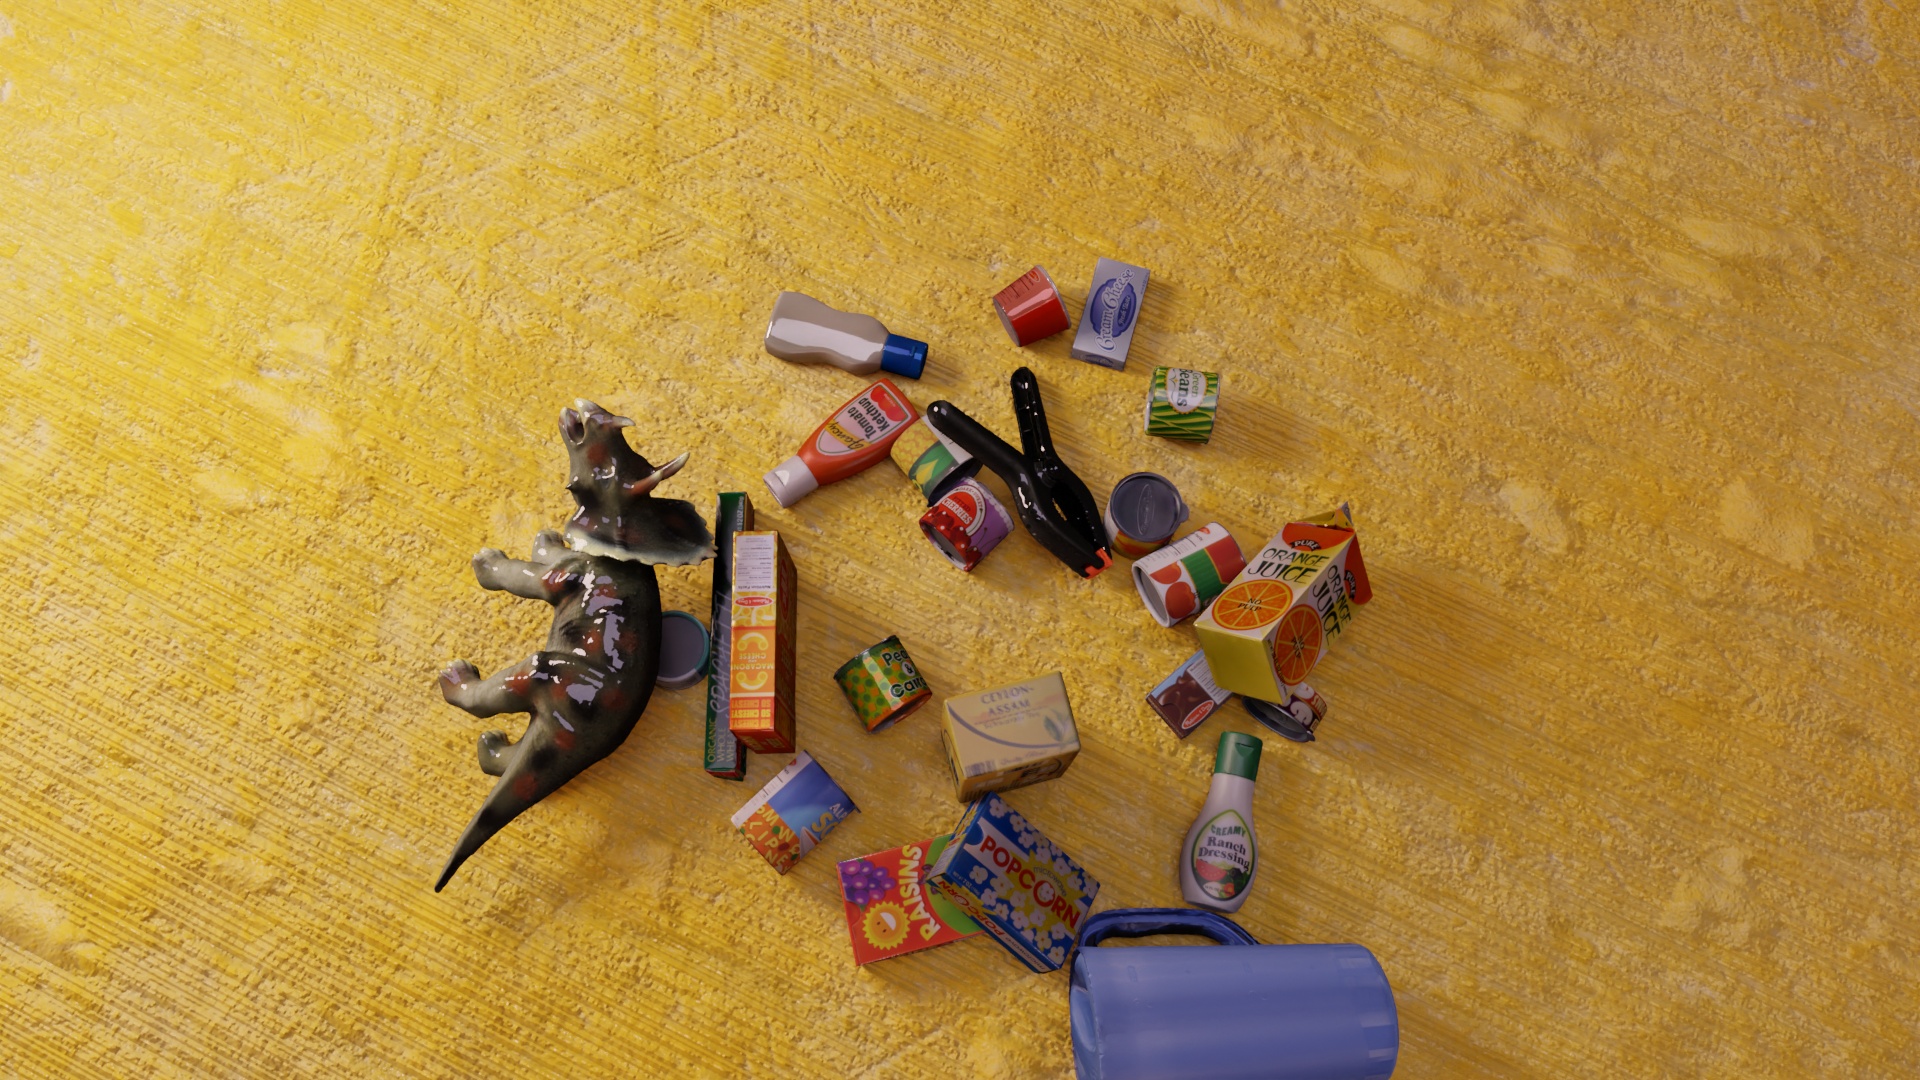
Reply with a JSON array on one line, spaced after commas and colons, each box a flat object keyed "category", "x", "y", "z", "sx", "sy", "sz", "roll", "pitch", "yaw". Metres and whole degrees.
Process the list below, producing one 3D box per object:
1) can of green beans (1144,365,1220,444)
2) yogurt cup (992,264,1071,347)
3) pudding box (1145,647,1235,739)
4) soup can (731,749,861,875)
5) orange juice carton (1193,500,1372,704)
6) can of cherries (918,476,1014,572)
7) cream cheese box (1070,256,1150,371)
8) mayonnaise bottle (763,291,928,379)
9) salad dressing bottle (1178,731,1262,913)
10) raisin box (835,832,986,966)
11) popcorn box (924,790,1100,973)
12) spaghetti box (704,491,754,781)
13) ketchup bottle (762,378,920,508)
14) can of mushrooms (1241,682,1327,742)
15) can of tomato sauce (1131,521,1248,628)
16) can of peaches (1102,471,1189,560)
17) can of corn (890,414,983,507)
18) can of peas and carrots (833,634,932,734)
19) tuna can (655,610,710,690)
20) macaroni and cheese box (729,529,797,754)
[{"category": "can of green beans", "x": 0.203, "y": -0.125, "z": 1.279, "sx": 0.058, "sy": 0.071, "sz": 0.071, "roll": 8, "pitch": 72, "yaw": 1}, {"category": "yogurt cup", "x": 0.066, "y": -0.218, "z": 1.308, "sx": 0.054, "sy": 0.072, "sz": 0.072, "roll": -29, "pitch": 75, "yaw": -2}, {"category": "pudding box", "x": 0.208, "y": 0.129, "z": 1.216, "sx": 0.084, "sy": 0.030, "sz": 0.050, "roll": -39, "pitch": 78, "yaw": -13}, {"category": "soup can", "x": -0.137, "y": 0.228, "z": 1.155, "sx": 0.084, "sy": 0.071, "sz": 0.071, "roll": -42, "pitch": 78, "yaw": -13}, {"category": "orange juice carton", "x": 0.290, "y": 0.048, "z": 1.195, "sx": 0.073, "sy": 0.071, "sz": 0.193, "roll": 11, "pitch": 43, "yaw": 47}, {"category": "can of cherries", "x": 0.004, "y": -0.015, "z": 1.235, "sx": 0.058, "sy": 0.071, "sz": 0.071, "roll": -43, "pitch": 78, "yaw": -13}, {"category": "cream cheese box", "x": 0.144, "y": -0.217, "z": 1.329, "sx": 0.053, "sy": 0.024, "sz": 0.104, "roll": 15, "pitch": 72, "yaw": 5}, {"category": "mayonnaise bottle", "x": -0.106, "y": -0.186, "z": 1.304, "sx": 0.148, "sy": 0.041, "sz": 0.065, "roll": 16, "pitch": 74, "yaw": 2}, {"category": "salad dressing bottle", "x": 0.225, "y": 0.237, "z": 1.174, "sx": 0.064, "sy": 0.044, "sz": 0.148, "roll": 14, "pitch": 72, "yaw": 2}, {"category": "raisin box", "x": -0.034, "y": 0.295, "z": 1.151, "sx": 0.123, "sy": 0.040, "sz": 0.086, "roll": -13, "pitch": 74, "yaw": -5}, {"category": "popcorn box", "x": 0.044, "y": 0.277, "z": 1.125, "sx": 0.126, "sy": 0.038, "sz": 0.085, "roll": 42, "pitch": 53, "yaw": -9}, {"category": "spaghetti box", "x": -0.200, "y": 0.082, "z": 1.209, "sx": 0.029, "sy": 0.050, "sz": 0.251, "roll": -1, "pitch": 72, "yaw": 0}, {"category": "ketchup bottle", "x": -0.110, "y": -0.084, "z": 1.269, "sx": 0.149, "sy": 0.043, "sz": 0.065, "roll": -36, "pitch": 68, "yaw": -11}, {"category": "can of mushrooms", "x": 0.281, "y": 0.143, "z": 1.194, "sx": 0.071, "sy": 0.071, "sz": 0.033, "roll": 34, "pitch": 73, "yaw": 9}, {"category": "can of tomato sauce", "x": 0.204, "y": 0.032, "z": 1.229, "sx": 0.083, "sy": 0.071, "sz": 0.071, "roll": -26, "pitch": 75, "yaw": -9}, {"category": "can of peaches", "x": 0.165, "y": -0.021, "z": 1.249, "sx": 0.071, "sy": 0.058, "sz": 0.071, "roll": 1, "pitch": 72, "yaw": -2}, {"category": "can of corn", "x": -0.022, "y": -0.074, "z": 1.258, "sx": 0.071, "sy": 0.071, "sz": 0.058, "roll": -36, "pitch": 76, "yaw": -12}, {"category": "can of peas and carrots", "x": -0.064, "y": 0.124, "z": 1.189, "sx": 0.071, "sy": 0.070, "sz": 0.059, "roll": -30, "pitch": 76, "yaw": -10}, {"category": "tuna can", "x": -0.250, "y": 0.093, "z": 1.213, "sx": 0.071, "sy": 0.032, "sz": 0.071, "roll": 1, "pitch": 73, "yaw": -2}, {"category": "macaroni and cheese box", "x": -0.165, "y": 0.088, "z": 1.170, "sx": 0.040, "sy": 0.123, "sz": 0.167, "roll": -2, "pitch": 72, "yaw": 1}]
